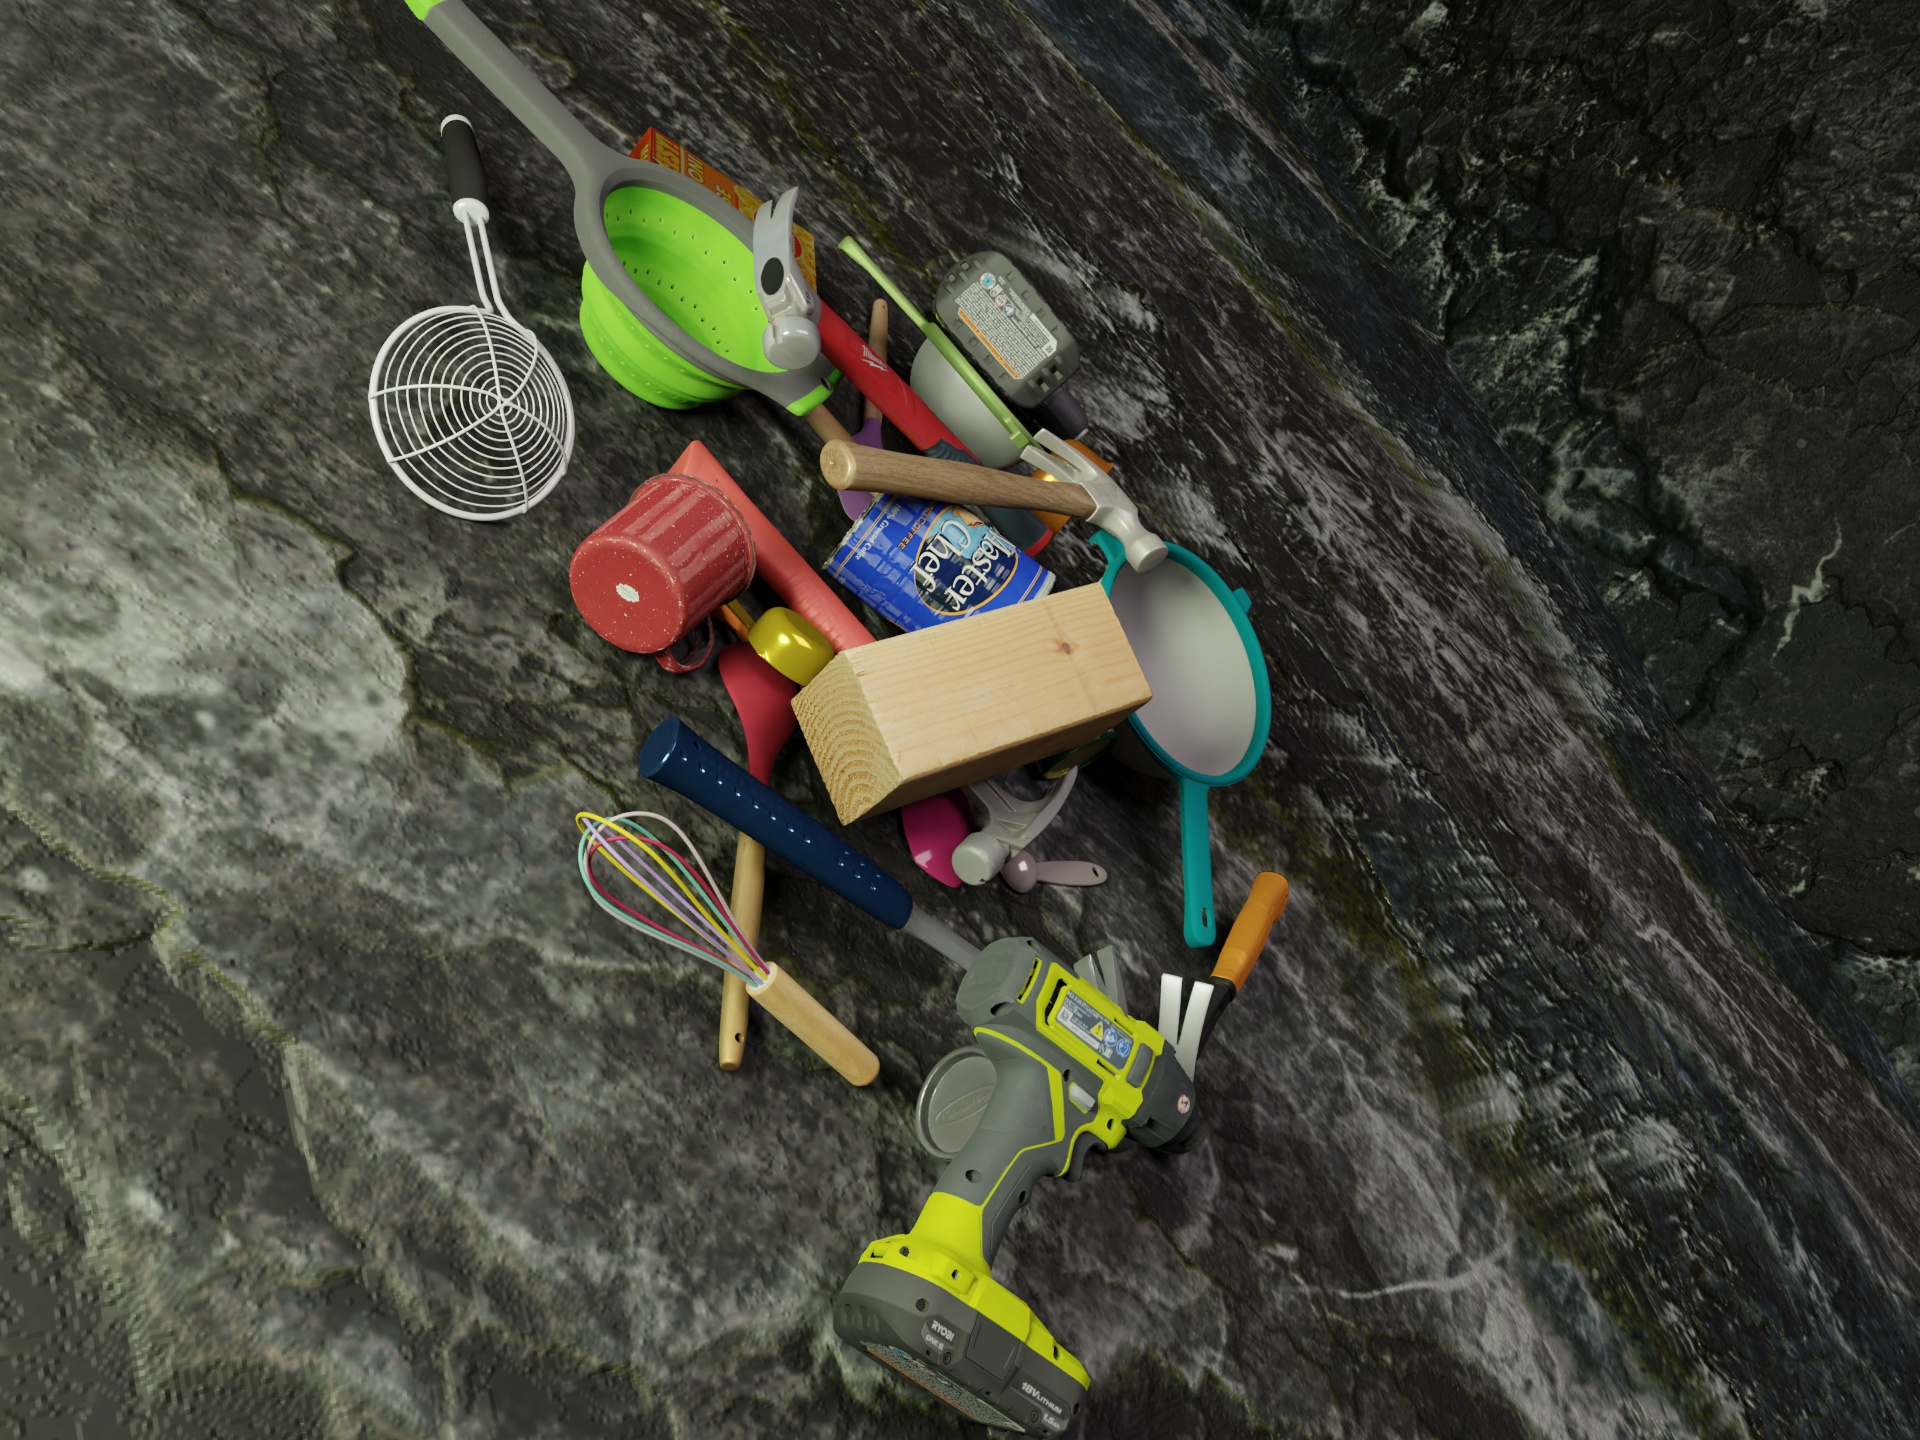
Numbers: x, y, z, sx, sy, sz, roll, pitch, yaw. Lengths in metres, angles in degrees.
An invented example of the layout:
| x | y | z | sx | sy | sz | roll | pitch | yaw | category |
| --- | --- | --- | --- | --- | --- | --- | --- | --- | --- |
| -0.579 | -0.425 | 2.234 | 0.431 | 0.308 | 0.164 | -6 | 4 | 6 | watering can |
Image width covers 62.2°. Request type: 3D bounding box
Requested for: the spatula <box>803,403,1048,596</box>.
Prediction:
| x | y | z | sx | sy | sz | roll | pitch | yaw | category |
| --- | --- | --- | --- | --- | --- | --- | --- | --- | --- |
| -0.053 | -0.187 | 1.245 | 0.317 | 0.044 | 0.082 | 48 | 25 | -9 | spatula |

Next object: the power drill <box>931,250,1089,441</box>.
| x | y | z | sx | sy | sz | roll | pitch | yaw | category |
| --- | --- | --- | --- | --- | --- | --- | --- | --- | --- |
| 0.051 | -0.335 | 1.451 | 0.190 | 0.080 | 0.228 | 49 | 6 | -4 | power drill |

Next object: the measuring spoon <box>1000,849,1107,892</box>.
| x | y | z | sx | sy | sz | roll | pitch | yaw | category |
| --- | --- | --- | --- | --- | --- | --- | --- | --- | --- |
| 0.073 | 0.108 | 1.160 | 0.124 | 0.018 | 0.034 | 8 | 52 | -48 | measuring spoon |

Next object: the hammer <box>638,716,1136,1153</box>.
| x | y | z | sx | sy | sz | roll | pitch | yaw | category |
| --- | --- | --- | --- | --- | --- | --- | --- | --- | --- |
| -0.028 | 0.119 | 0.980 | 0.405 | 0.035 | 0.144 | 38 | 34 | -29 | hammer |

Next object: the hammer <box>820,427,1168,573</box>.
| x | y | z | sx | sy | sz | roll | pitch | yaw | category |
| --- | --- | --- | --- | --- | --- | --- | --- | --- | --- |
| 0.022 | -0.171 | 1.154 | 0.331 | 0.031 | 0.130 | -1 | 50 | -50 | hammer |

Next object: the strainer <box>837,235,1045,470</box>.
| x | y | z | sx | sy | sz | roll | pitch | yaw | category |
| --- | --- | --- | --- | --- | --- | --- | --- | --- | --- |
| -0.034 | -0.304 | 1.375 | 0.256 | 0.069 | 0.151 | 48 | 9 | 2 | strainer |

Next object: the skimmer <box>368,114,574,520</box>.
| x | y | z | sx | sy | sz | roll | pitch | yaw | category |
| --- | --- | --- | --- | --- | --- | --- | --- | --- | --- |
| -0.326 | -0.277 | 1.034 | 0.127 | 0.090 | 0.364 | 18 | 35 | -37 | skimmer |

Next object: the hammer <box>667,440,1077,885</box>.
| x | y | z | sx | sy | sz | roll | pitch | yaw | category |
| --- | --- | --- | --- | --- | --- | --- | --- | --- | --- |
| -0.068 | -0.053 | 1.106 | 0.359 | 0.036 | 0.149 | 48 | 37 | 0 | hammer |

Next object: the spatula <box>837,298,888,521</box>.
| x | y | z | sx | sy | sz | roll | pitch | yaw | category |
| --- | --- | --- | --- | --- | --- | --- | --- | --- | --- |
| -0.075 | -0.266 | 1.341 | 0.059 | 0.018 | 0.316 | 33 | 38 | -29 | spatula |

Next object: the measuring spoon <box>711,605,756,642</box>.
| x | y | z | sx | sy | sz | roll | pitch | yaw | category |
| --- | --- | --- | --- | --- | --- | --- | --- | --- | --- |
| -0.175 | -0.091 | 1.054 | 0.117 | 0.011 | 0.021 | 43 | 34 | -14 | measuring spoon |

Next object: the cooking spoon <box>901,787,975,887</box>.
| x | y | z | sx | sy | sz | roll | pitch | yaw | category |
| --- | --- | --- | --- | --- | --- | --- | --- | --- | --- |
| -0.002 | -0.004 | 1.176 | 0.068 | 0.017 | 0.319 | 35 | 37 | -24 | cooking spoon |

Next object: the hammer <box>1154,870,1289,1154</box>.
| x | y | z | sx | sy | sz | roll | pitch | yaw | category |
| --- | --- | --- | --- | --- | --- | --- | --- | --- | --- |
| 0.201 | 0.182 | 1.186 | 0.337 | 0.034 | 0.127 | -39 | 135 | -62 | hammer |

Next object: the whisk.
| x | y | z | sx | sy | sz | roll | pitch | yaw | category |
| --- | --- | --- | --- | --- | --- | --- | --- | --- | --- |
| -0.118 | 0.126 | 0.844 | 0.244 | 0.047 | 0.051 | 49 | 30 | -32 | whisk |

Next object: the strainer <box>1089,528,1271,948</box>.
| x | y | z | sx | sy | sz | roll | pitch | yaw | category |
| --- | --- | --- | --- | --- | --- | --- | --- | --- | --- |
| 0.158 | 0.024 | 1.298 | 0.210 | 0.095 | 0.341 | 18 | 62 | -39 | strainer |

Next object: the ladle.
| x | y | z | sx | sy | sz | roll | pitch | yaw | category |
| --- | --- | --- | --- | --- | --- | --- | --- | --- | --- |
| -0.125 | 0.066 | 0.951 | 0.069 | 0.031 | 0.316 | 32 | 39 | -32 | ladle |

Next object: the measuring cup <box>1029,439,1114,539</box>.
| x | y | z | sx | sy | sz | roll | pitch | yaw | category |
| --- | --- | --- | --- | --- | --- | --- | --- | --- | --- |
| 0.092 | -0.218 | 1.462 | 0.052 | 0.095 | 0.174 | 39 | 14 | -4 | measuring cup |

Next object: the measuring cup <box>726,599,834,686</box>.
| x | y | z | sx | sy | sz | roll | pitch | yaw | category |
| --- | --- | --- | --- | --- | --- | --- | --- | --- | --- |
| -0.139 | -0.083 | 1.043 | 0.157 | 0.029 | 0.062 | 47 | 14 | 19 | measuring cup |

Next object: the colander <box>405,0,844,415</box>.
| x | y | z | sx | sy | sz | roll | pitch | yaw | category |
| --- | --- | --- | --- | --- | --- | --- | --- | --- | --- |
| -0.260 | -0.347 | 1.120 | 0.397 | 0.094 | 0.205 | 44 | 33 | -11 | colander |

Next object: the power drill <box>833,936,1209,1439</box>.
| x | y | z | sx | sy | sz | roll | pitch | yaw | category |
| --- | --- | --- | --- | --- | --- | --- | --- | --- | --- |
| 0.043 | 0.252 | 0.850 | 0.171 | 0.080 | 0.223 | 40 | 58 | -19 | power drill |

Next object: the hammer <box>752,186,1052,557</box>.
| x | y | z | sx | sy | sz | roll | pitch | yaw | category |
| --- | --- | --- | --- | --- | --- | --- | --- | --- | --- |
| -0.033 | -0.239 | 1.215 | 0.385 | 0.038 | 0.143 | 37 | 39 | -52 | hammer |
